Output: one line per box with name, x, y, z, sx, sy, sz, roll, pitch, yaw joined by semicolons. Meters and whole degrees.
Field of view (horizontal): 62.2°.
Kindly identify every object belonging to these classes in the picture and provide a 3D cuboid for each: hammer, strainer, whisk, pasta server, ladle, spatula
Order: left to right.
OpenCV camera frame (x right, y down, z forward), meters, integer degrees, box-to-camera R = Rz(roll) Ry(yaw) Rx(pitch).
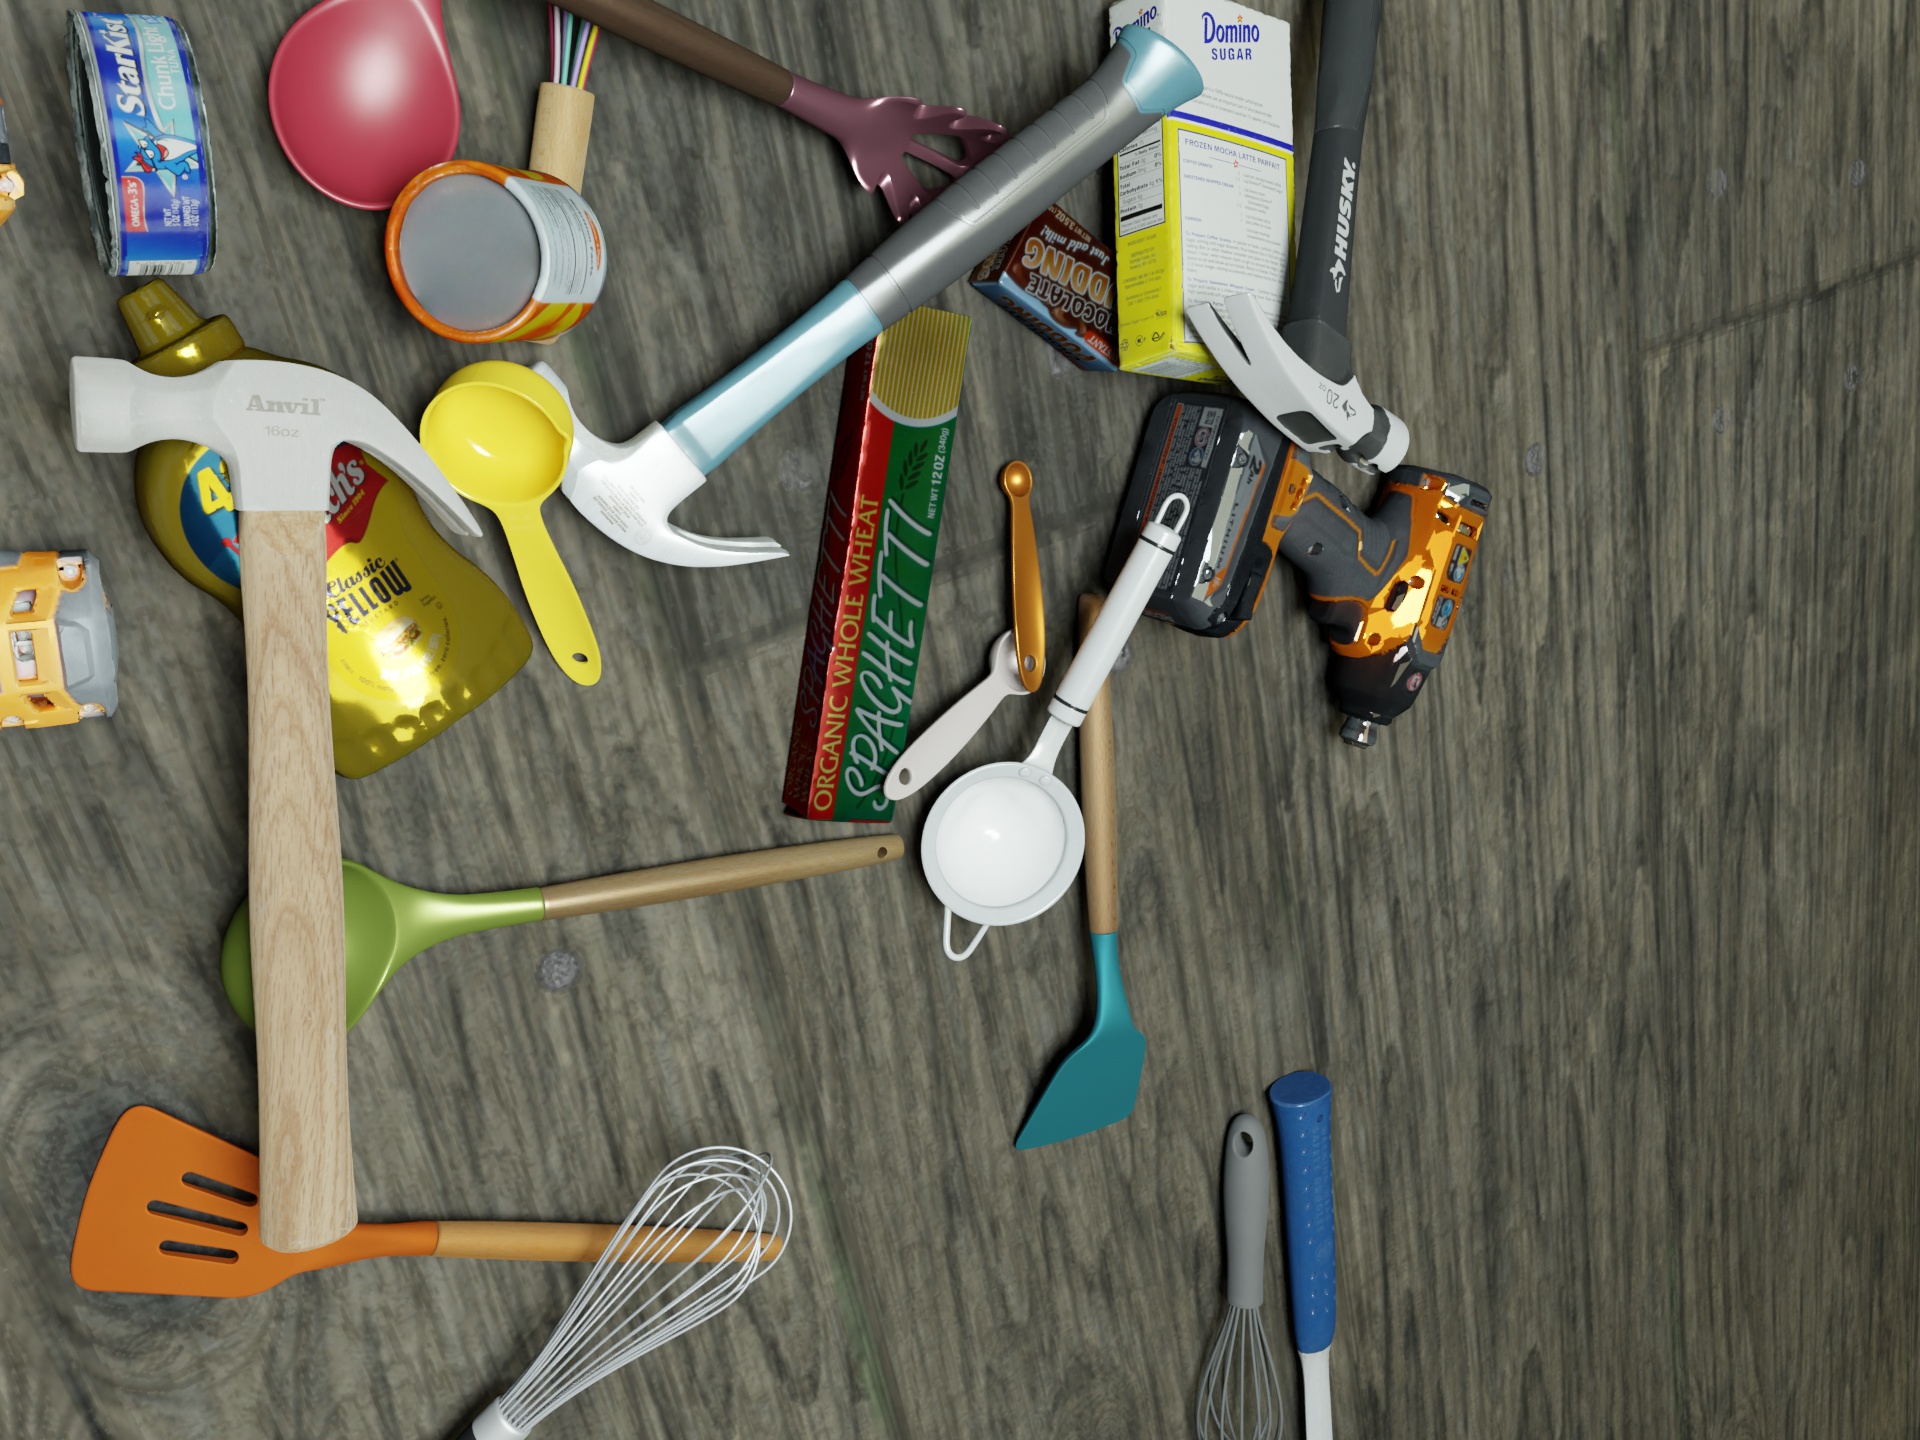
hammer;-0.243;0.037;0.585;0.130;0.031;0.331;-5;104;-32
ladle;-0.189;-0.345;0.600;0.069;0.031;0.315;17;91;-34
spatula;-0.222;0.233;0.730;0.322;0.041;0.081;17;94;-38
whisk;-0.187;0.301;0.727;0.284;0.070;0.070;-45;122;1
whisk;-0.156;-0.275;0.634;0.047;0.051;0.245;9;102;-12
ladle;-0.158;0.082;0.710;0.320;0.062;0.078;-7;106;-33
pasta server;-0.089;-0.262;0.640;0.316;0.040;0.060;8;123;-45
hammer;-0.032;-0.190;0.689;0.331;0.033;0.128;-39;116;-3
strainer;0.051;0.002;0.803;0.086;0.050;0.258;24;101;-19
spatula;0.069;0.088;0.872;0.082;0.044;0.317;-8;102;-29
whisk;0.175;0.359;0.993;0.055;0.055;0.239;-5;100;-31
hammer;0.238;0.417;1.049;0.144;0.035;0.405;-16;110;-27
hammer;0.183;-0.300;0.779;0.146;0.035;0.335;18;76;-43

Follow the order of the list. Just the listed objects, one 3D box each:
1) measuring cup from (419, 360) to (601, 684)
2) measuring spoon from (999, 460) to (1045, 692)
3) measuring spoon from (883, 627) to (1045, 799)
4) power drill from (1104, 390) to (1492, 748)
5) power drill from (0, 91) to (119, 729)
measuring cup;-0.175;-0.080;0.662;0.062;0.029;0.156;-4;134;6
measuring spoon;0.030;-0.072;0.803;0.021;0.011;0.117;-12;100;-42
measuring spoon;-0.001;-0.003;0.793;0.124;0.018;0.034;-45;118;-30
power drill;0.190;-0.077;0.870;0.226;0.084;0.164;12;96;-37
power drill;-0.387;-0.096;0.512;0.185;0.084;0.226;-9;111;-28
